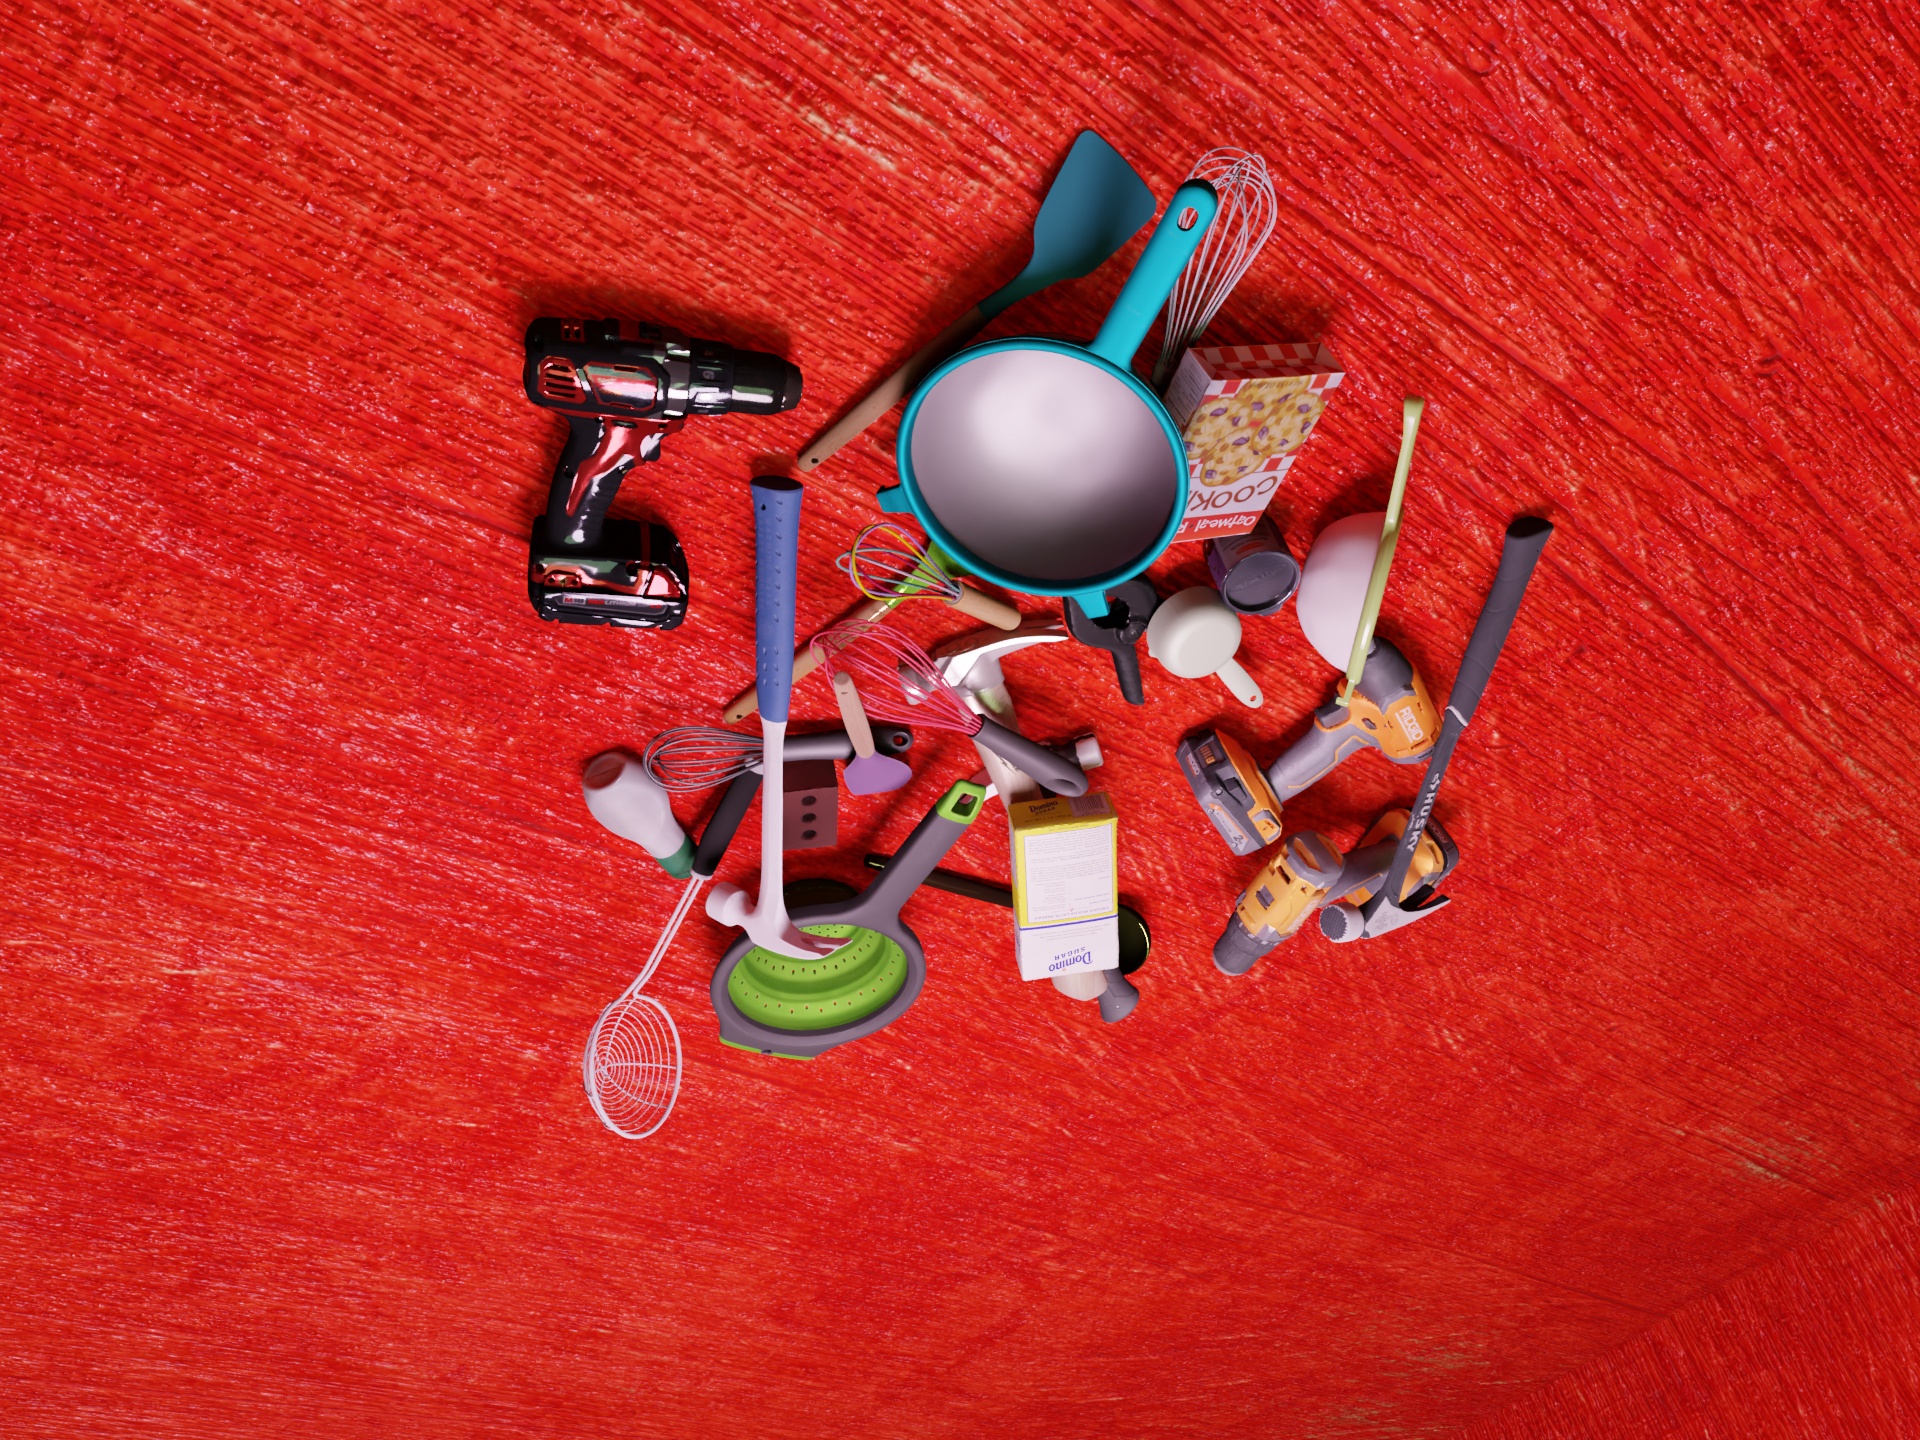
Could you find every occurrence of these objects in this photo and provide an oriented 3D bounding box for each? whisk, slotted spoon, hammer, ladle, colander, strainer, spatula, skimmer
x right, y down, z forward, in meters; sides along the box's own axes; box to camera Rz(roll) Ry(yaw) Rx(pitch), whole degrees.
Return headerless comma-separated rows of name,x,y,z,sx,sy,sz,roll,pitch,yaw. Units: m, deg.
whisk,-0.002,-0.004,1.308,0.295,0.073,0.073,30,121,-31
slotted spoon,-0.077,-0.082,1.294,0.313,0.031,0.070,-34,136,21
hammer,0.440,0.014,1.417,0.149,0.036,0.408,-2,117,-37
hammer,0.103,0.166,1.523,0.146,0.035,0.334,-18,122,6
ladle,0.050,0.185,1.566,0.320,0.062,0.078,18,123,-25
whisk,-0.153,0.027,1.360,0.239,0.055,0.055,-5,135,-20
colander,-0.097,0.164,1.480,0.204,0.095,0.397,18,127,-28
strainer,0.313,-0.148,1.266,0.069,0.152,0.256,13,133,14
hammer,0.076,0.095,1.435,0.146,0.038,0.410,-18,122,4
whisk,-0.018,-0.099,1.222,0.051,0.047,0.244,-27,159,23
whisk,0.160,-0.276,1.141,0.070,0.070,0.284,1,138,-15
spatula,-0.078,0.017,1.305,0.060,0.018,0.315,-9,162,0
skimmer,-0.237,0.202,1.419,0.363,0.090,0.127,-61,156,14
strainer,0.091,-0.240,1.106,0.211,0.095,0.340,27,132,-5
spatula,-0.002,-0.278,1.124,0.317,0.044,0.082,-35,132,26
hammer,-0.143,0.009,1.260,0.035,0.144,0.405,-25,128,-46

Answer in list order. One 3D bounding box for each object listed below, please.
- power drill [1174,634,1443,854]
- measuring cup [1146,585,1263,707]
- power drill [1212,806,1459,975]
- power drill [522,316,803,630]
power drill,0.316,0.013,1.446,0.226,0.084,0.164,-30,133,10
measuring cup,0.222,-0.047,1.347,0.083,0.038,0.167,-39,131,11
power drill,0.360,0.172,1.562,0.226,0.084,0.185,-8,142,-35
power drill,-0.219,-0.177,1.135,0.187,0.080,0.226,3,130,-16
